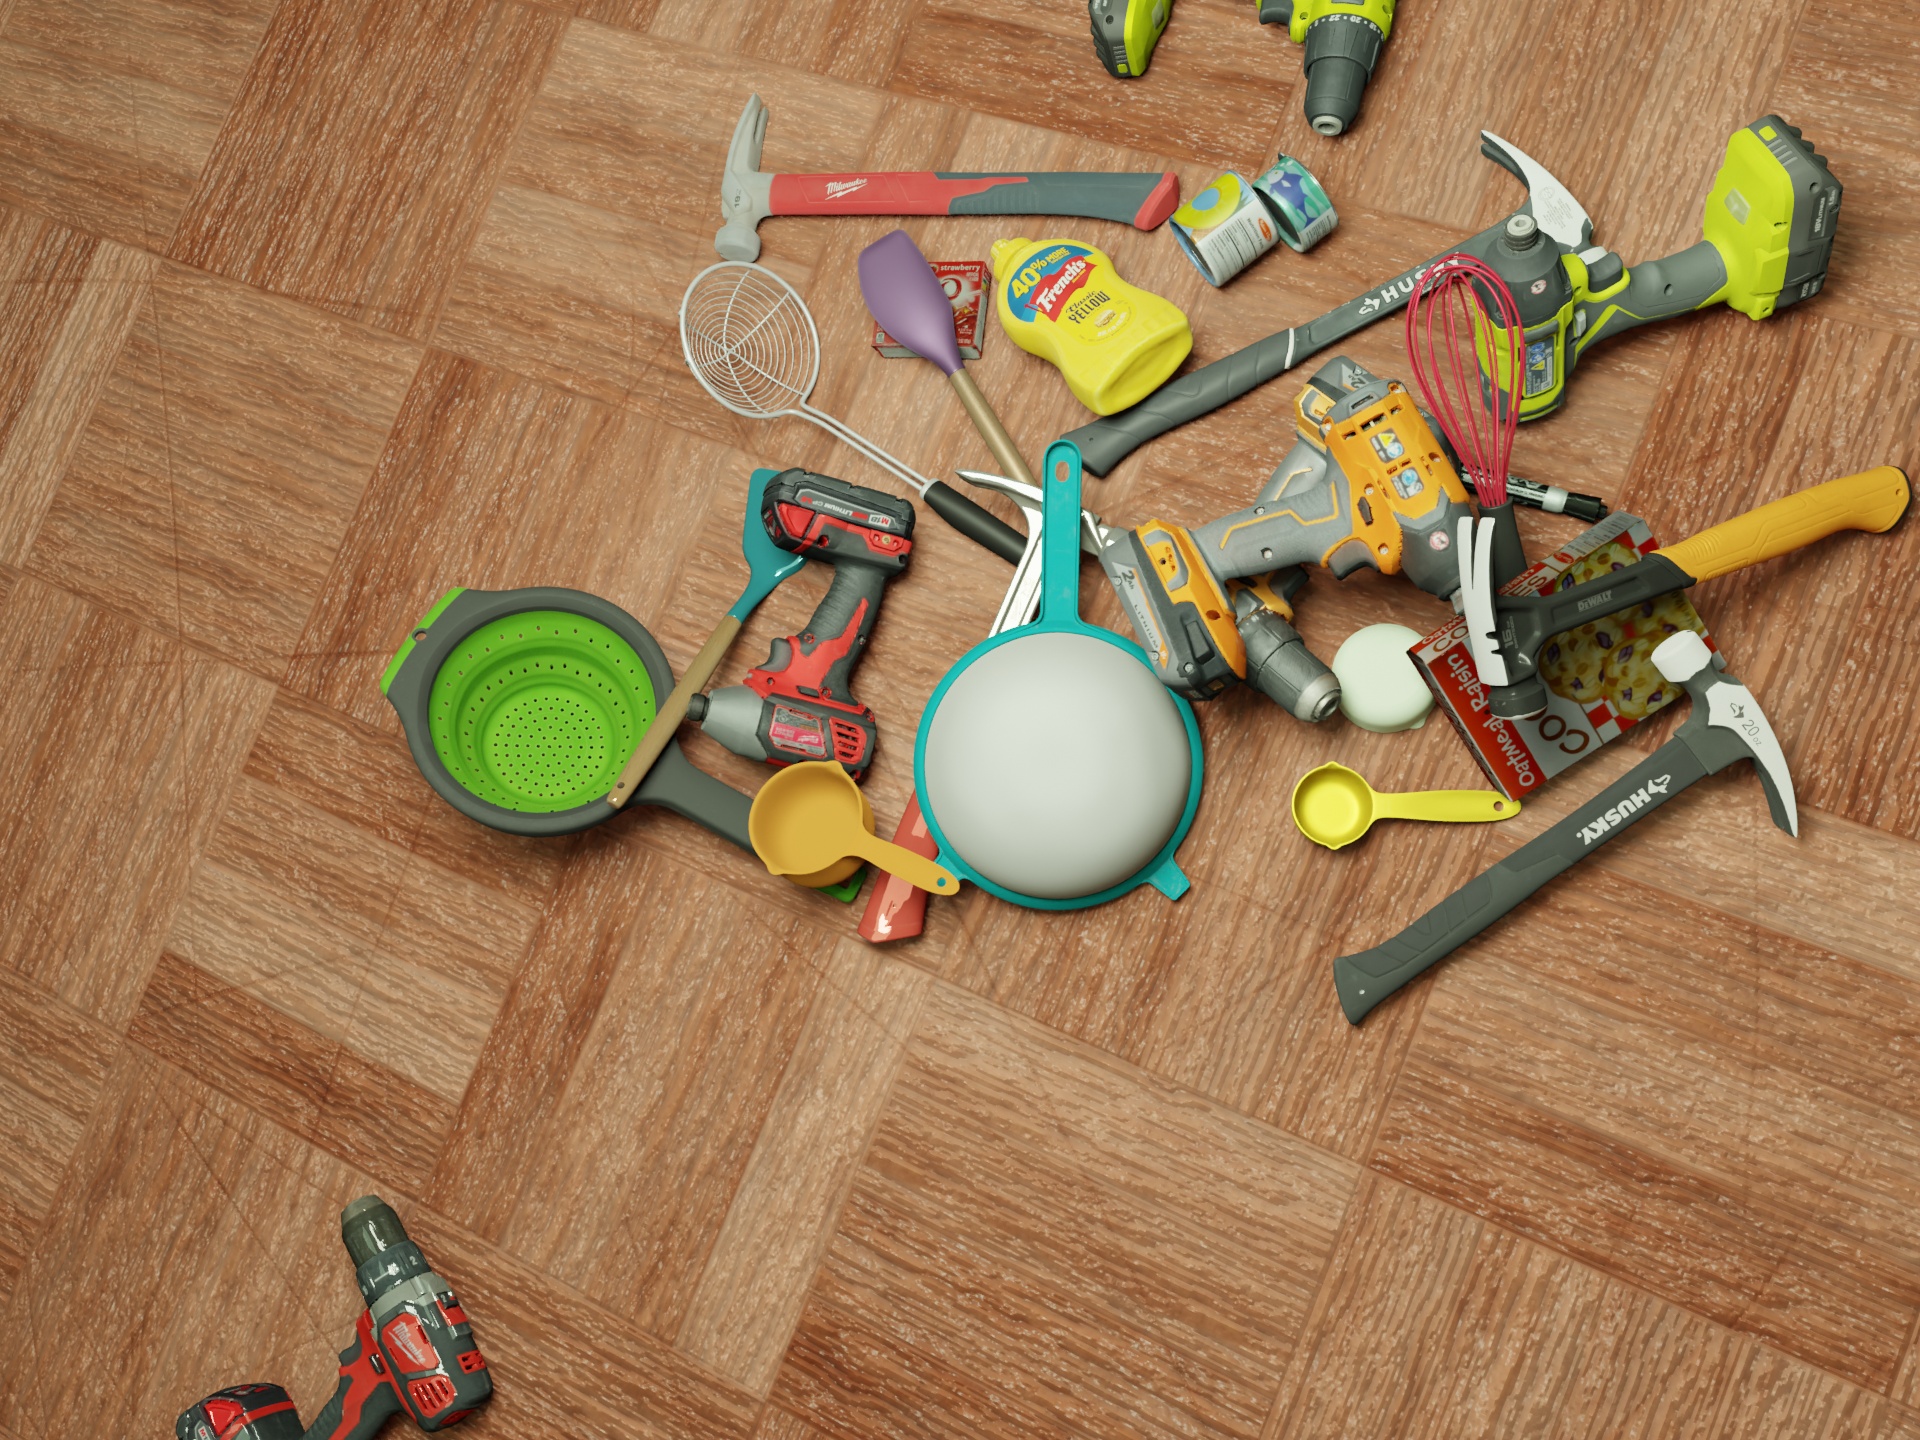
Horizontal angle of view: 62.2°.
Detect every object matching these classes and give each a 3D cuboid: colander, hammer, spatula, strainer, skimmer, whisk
[{"bbox_3d":[-0.256,0.044,1.255,0.397,0.094,0.205,29,65,2],"label":"colander"},{"bbox_3d":[0.390,0.098,1.061,0.334,0.035,0.146,-39,93,12],"label":"hammer"},{"bbox_3d":[0.468,-0.110,1.012,0.337,0.034,0.127,-19,102,-16],"label":"hammer"},{"bbox_3d":[0.008,-0.248,1.240,0.060,0.018,0.316,-32,78,4],"label":"spatula"},{"bbox_3d":[0.263,-0.293,1.190,0.409,0.036,0.149,-26,72,11],"label":"hammer"},{"bbox_3d":[0.070,-0.030,1.117,0.211,0.095,0.340,1,92,3],"label":"strainer"},{"bbox_3d":[-0.013,-0.445,1.300,0.386,0.038,0.143,6,79,18],"label":"hammer"},{"bbox_3d":[-0.002,-0.004,1.192,0.149,0.036,0.359,24,92,9],"label":"hammer"},{"bbox_3d":[-0.068,-0.233,1.247,0.363,0.090,0.127,36,56,17],"label":"skimmer"},{"bbox_3d":[0.353,-0.163,1.057,0.073,0.073,0.295,-13,112,14],"label":"whisk"},{"bbox_3d":[-0.194,-0.066,1.242,0.082,0.044,0.318,18,59,16],"label":"spatula"}]

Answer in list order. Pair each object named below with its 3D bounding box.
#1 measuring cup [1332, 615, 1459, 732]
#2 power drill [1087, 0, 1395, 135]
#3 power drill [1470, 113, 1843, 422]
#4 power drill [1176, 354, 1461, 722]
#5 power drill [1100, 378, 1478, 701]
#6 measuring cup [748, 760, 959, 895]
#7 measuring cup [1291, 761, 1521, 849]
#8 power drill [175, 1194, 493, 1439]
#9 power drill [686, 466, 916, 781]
[{"bbox_3d":[0.337,-0.057,1.118,0.167,0.038,0.083,-36,72,9],"label":"measuring cup"},{"bbox_3d":[0.221,-0.553,1.232,0.228,0.080,0.190,11,82,16],"label":"power drill"},{"bbox_3d":[0.456,-0.304,1.064,0.223,0.171,0.080,-22,57,7],"label":"power drill"},{"bbox_3d":[0.251,-0.123,1.123,0.226,0.084,0.186,-47,57,6],"label":"power drill"},{"bbox_3d":[0.225,-0.101,1.047,0.226,0.084,0.164,-29,71,15],"label":"power drill"},{"bbox_3d":[-0.071,0.095,1.161,0.174,0.052,0.095,23,74,22],"label":"measuring cup"},{"bbox_3d":[0.310,0.062,1.117,0.156,0.029,0.062,0,79,5],"label":"measuring cup"},{"bbox_3d":[-0.491,0.503,1.239,0.226,0.080,0.188,-37,72,4],"label":"power drill"},{"bbox_3d":[-0.120,-0.072,1.214,0.143,0.078,0.220,14,84,-16],"label":"power drill"}]
